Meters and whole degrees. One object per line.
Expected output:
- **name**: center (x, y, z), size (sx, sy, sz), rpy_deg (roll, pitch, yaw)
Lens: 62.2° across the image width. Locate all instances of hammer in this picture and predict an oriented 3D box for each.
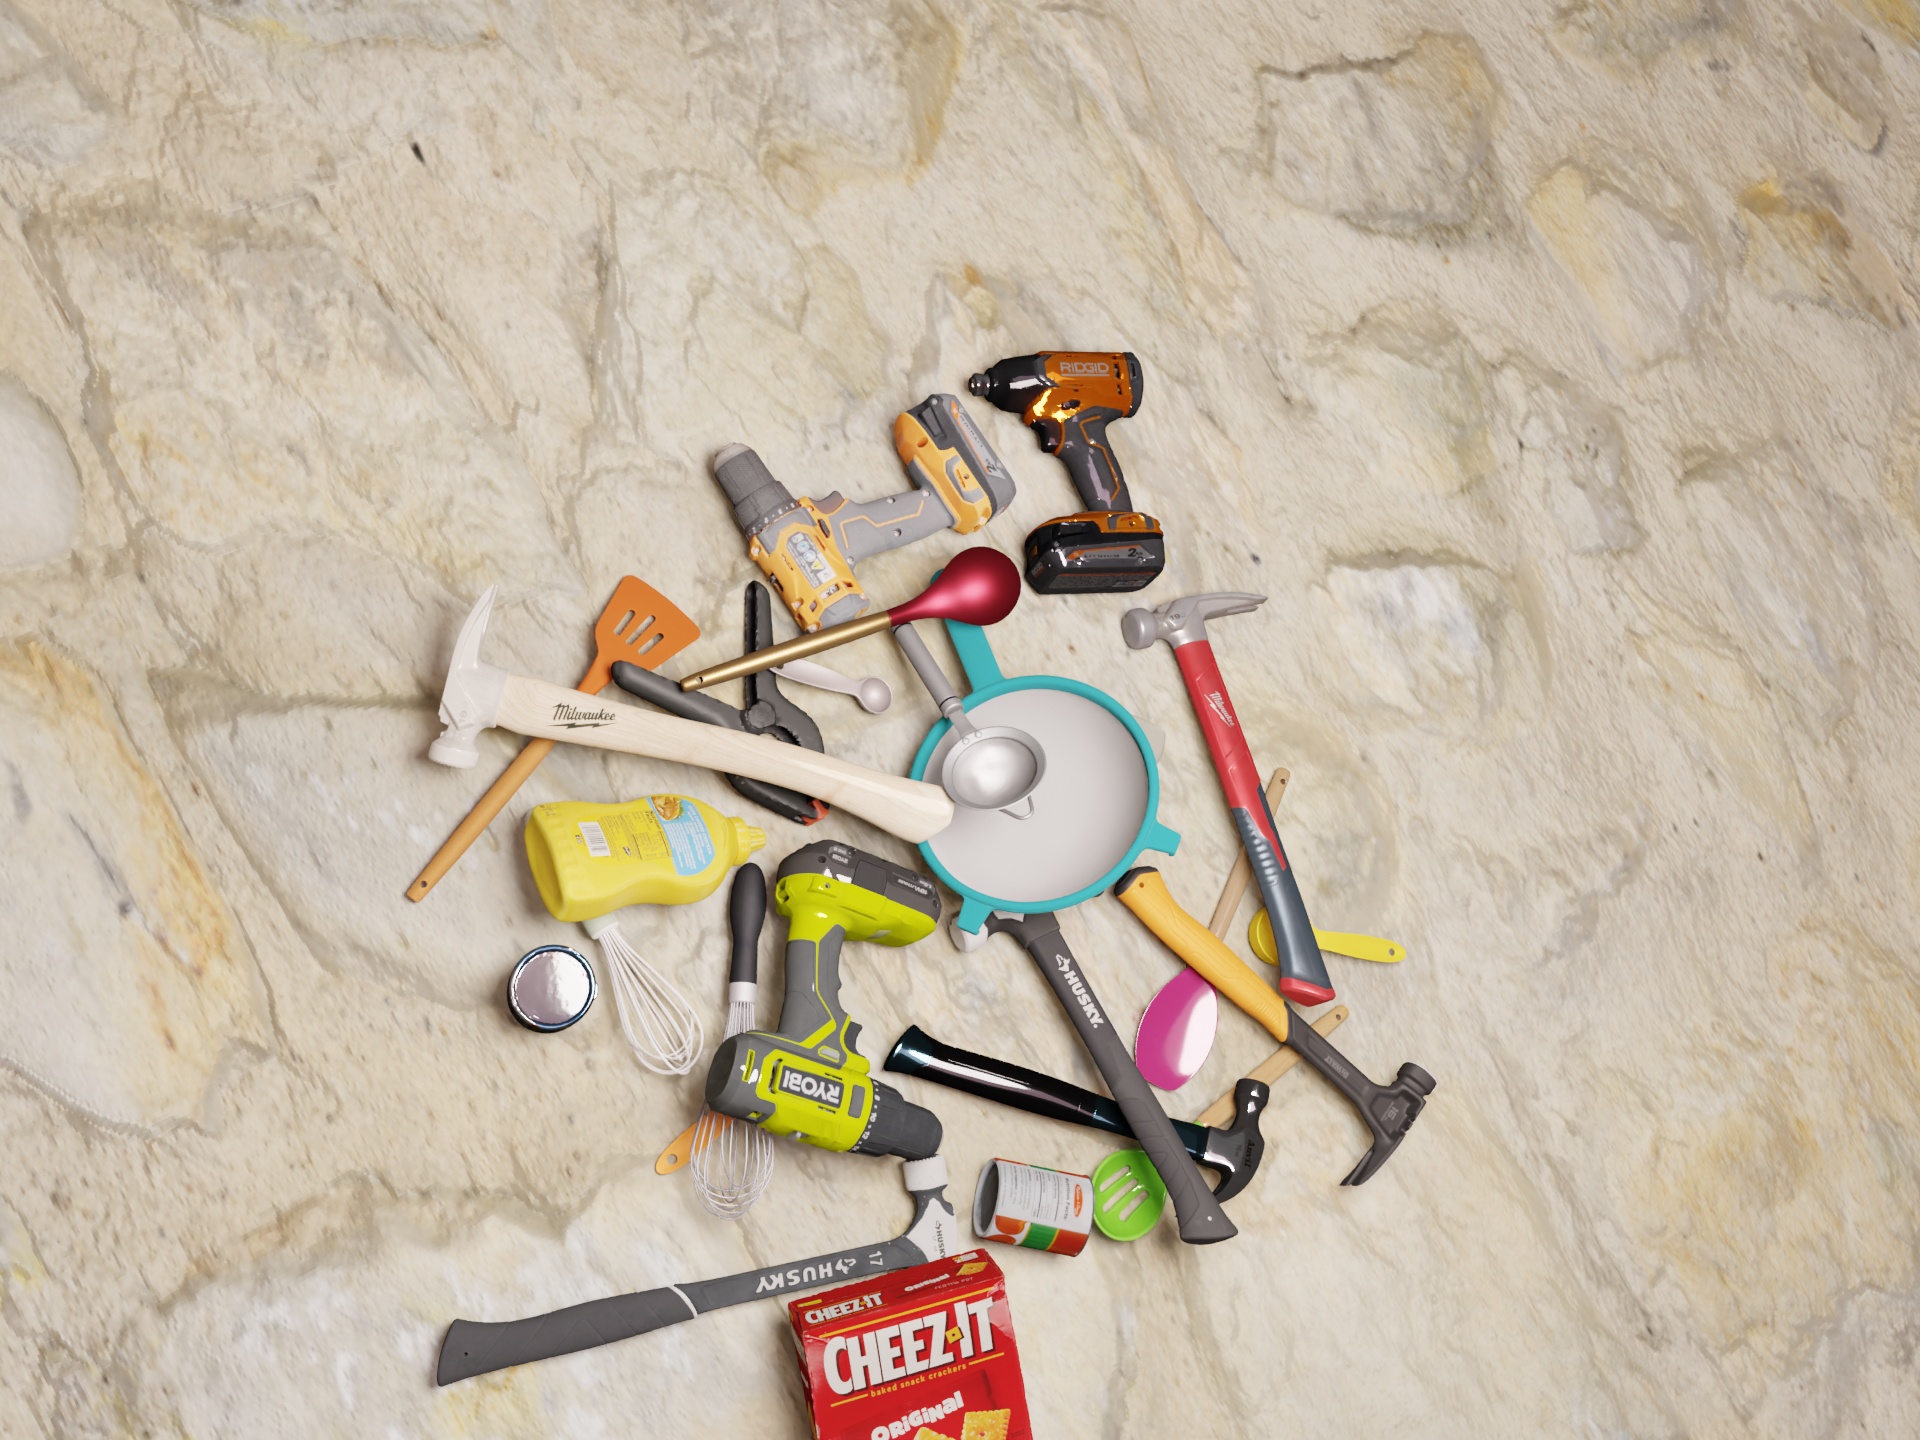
- **hammer**: center (-0.201, 0.011, 1.269), size (0.410, 0.038, 0.146), rpy_deg (15, 91, -8)
- **hammer**: center (0.132, 0.281, 1.327), size (0.146, 0.035, 0.335), rpy_deg (-21, 69, -25)
- **hammer**: center (0.262, 0.256, 1.397), size (0.337, 0.034, 0.127), rpy_deg (42, 69, -1)
- **hammer**: center (0.097, 0.322, 1.337), size (0.331, 0.033, 0.128), rpy_deg (19, 63, -6)
- **hammer**: center (-0.194, 0.452, 1.235), size (0.409, 0.036, 0.149), rpy_deg (-7, 81, -18)
- **hammer**: center (0.270, 0.065, 1.433), size (0.143, 0.038, 0.387), rpy_deg (-11, 72, -20)

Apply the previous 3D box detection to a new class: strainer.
- **strainer**: center (0.045, 0.022, 1.383), size (0.211, 0.095, 0.341), rpy_deg (-22, 62, 1)
- **strainer**: center (-0.002, -0.004, 1.330), size (0.087, 0.050, 0.259), rpy_deg (-26, 57, -10)

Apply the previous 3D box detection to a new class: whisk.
- **whisk**: center (-0.280, 0.174, 1.267), size (0.058, 0.059, 0.246), rpy_deg (-33, 84, 7)
- **whisk**: center (-0.177, 0.250, 1.269), size (0.070, 0.070, 0.285), rpy_deg (7, 68, -16)

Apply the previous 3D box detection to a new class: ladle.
- **ladle**: center (-0.085, -0.079, 1.335), size (0.315, 0.031, 0.069), rpy_deg (-20, 92, -18)

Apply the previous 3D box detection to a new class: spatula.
- **spatula**: center (-0.338, 0.017, 1.297), size (0.081, 0.041, 0.323), rpy_deg (39, 74, -7)

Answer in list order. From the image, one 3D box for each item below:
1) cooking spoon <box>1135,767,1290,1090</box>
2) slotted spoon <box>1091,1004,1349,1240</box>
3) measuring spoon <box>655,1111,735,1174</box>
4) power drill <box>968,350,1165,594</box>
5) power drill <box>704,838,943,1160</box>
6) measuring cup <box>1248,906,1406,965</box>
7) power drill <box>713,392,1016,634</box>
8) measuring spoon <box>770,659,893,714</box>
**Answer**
- **cooking spoon**: center (0.236, 0.182, 1.436), size (0.068, 0.017, 0.319), rpy_deg (29, 72, -6)
- **slotted spoon**: center (0.231, 0.344, 1.394), size (0.314, 0.031, 0.070), rpy_deg (-33, 87, -23)
- **measuring spoon**: center (-0.197, 0.323, 1.278), size (0.117, 0.011, 0.021), rpy_deg (-39, 83, -17)
- **power drill**: center (0.097, -0.233, 1.457), size (0.164, 0.084, 0.227), rpy_deg (-3, 74, -17)
- **power drill**: center (-0.087, 0.228, 1.262), size (0.190, 0.080, 0.229), rpy_deg (24, 57, -22)
- **measuring cup**: center (0.335, 0.204, 1.458), size (0.156, 0.029, 0.062), rpy_deg (12, 75, -17)
- **power drill**: center (-0.089, -0.200, 1.393), size (0.226, 0.084, 0.185), rpy_deg (-34, 89, -16)
- **measuring spoon**: center (-0.115, -0.033, 1.365), size (0.124, 0.018, 0.034), rpy_deg (18, 65, -26)
